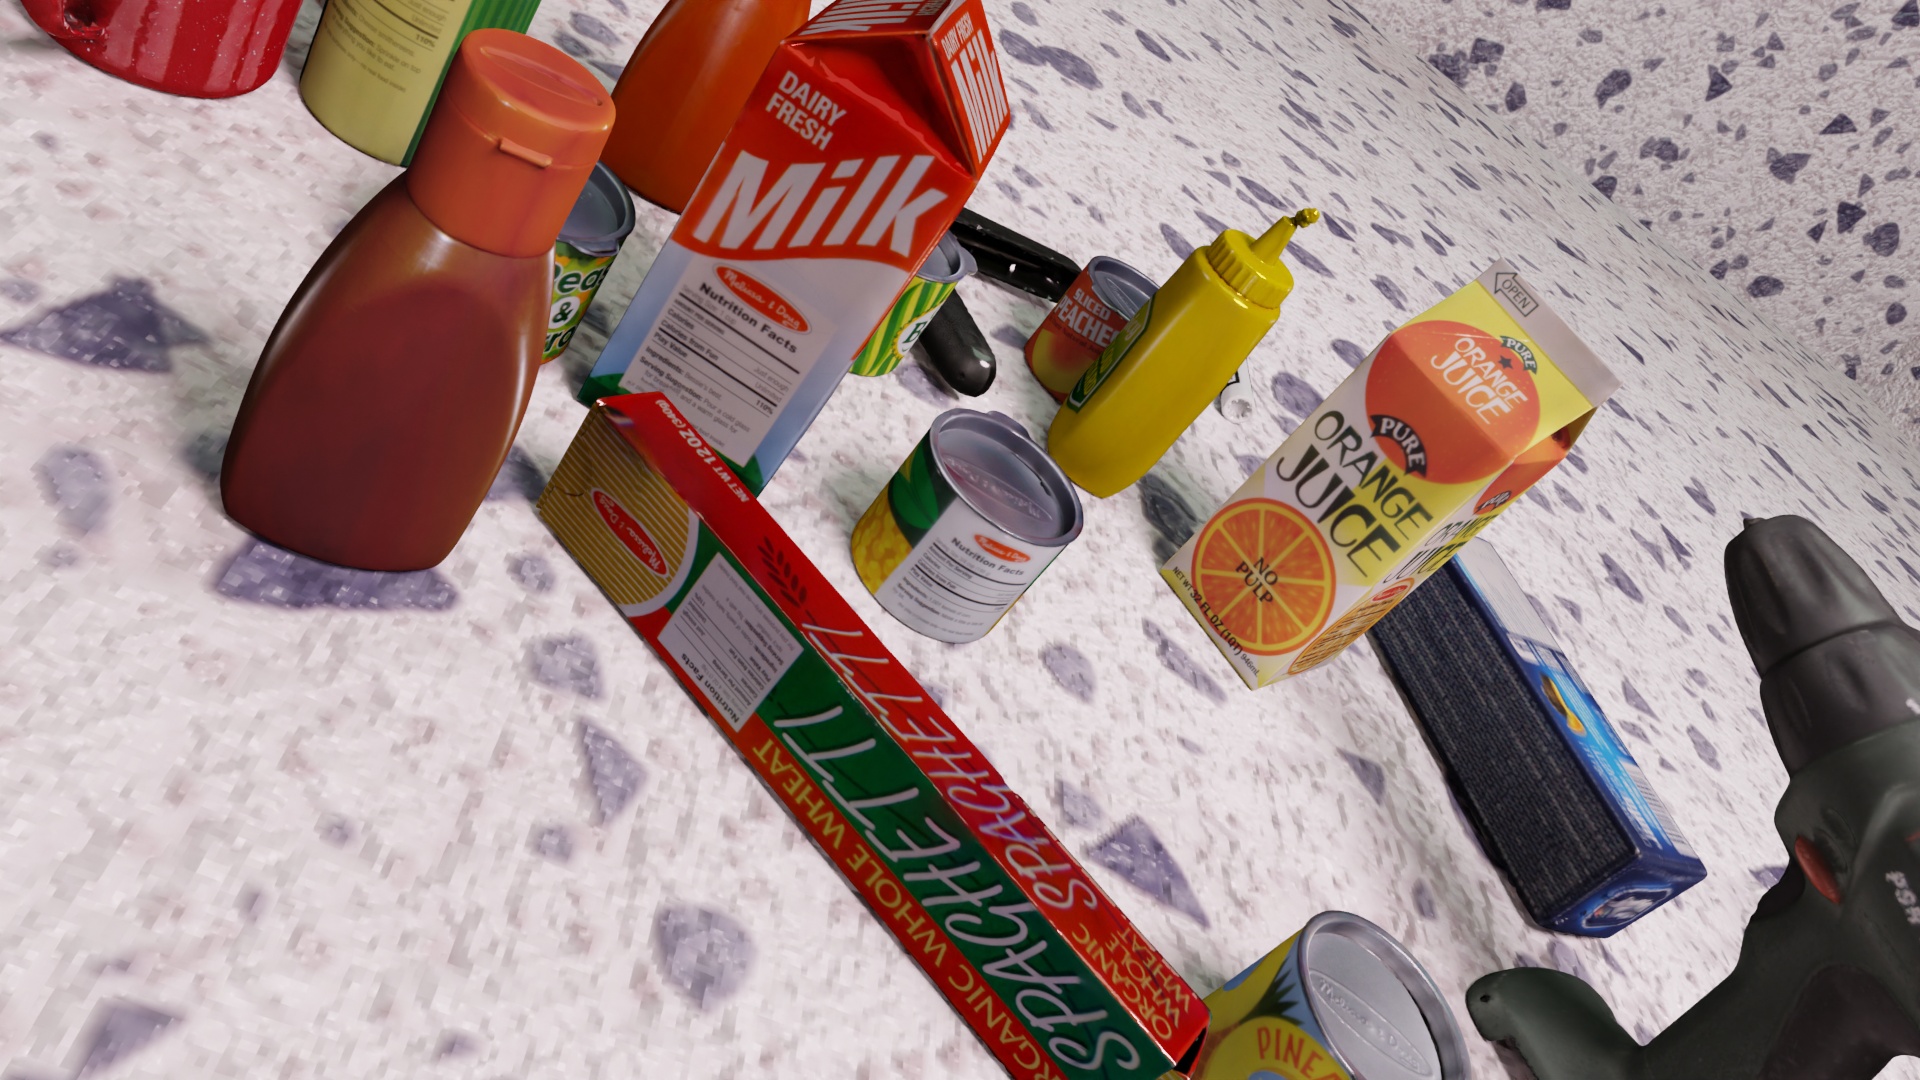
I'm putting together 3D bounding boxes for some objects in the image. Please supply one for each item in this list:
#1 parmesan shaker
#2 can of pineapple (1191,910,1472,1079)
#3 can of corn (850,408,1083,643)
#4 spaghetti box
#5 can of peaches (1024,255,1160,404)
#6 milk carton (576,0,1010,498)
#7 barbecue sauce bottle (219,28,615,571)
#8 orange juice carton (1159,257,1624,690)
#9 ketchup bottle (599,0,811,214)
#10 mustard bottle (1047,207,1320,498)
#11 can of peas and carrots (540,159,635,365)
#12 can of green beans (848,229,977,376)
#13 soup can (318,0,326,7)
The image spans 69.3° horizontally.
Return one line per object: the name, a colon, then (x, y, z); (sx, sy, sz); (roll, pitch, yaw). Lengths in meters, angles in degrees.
parmesan shaker: (-0.193, -0.197, 0.503); (0.071, 0.102, 0.072); (27, 34, -20)
can of pineapple: (0.108, 0.156, 0.420); (0.071, 0.057, 0.071); (27, 34, -20)
can of corn: (0.002, -0.006, 0.510); (0.071, 0.058, 0.071); (27, 34, -20)
spaghetti box: (-0.031, 0.061, 0.403); (0.250, 0.050, 0.029); (47, 33, 12)
can of peaches: (0.073, -0.100, 0.697); (0.071, 0.057, 0.071); (27, 34, -20)
milk carton: (-0.046, -0.109, 0.464); (0.073, 0.189, 0.073); (34, 32, -10)
barbecue sauce bottle: (-0.133, -0.055, 0.348); (0.065, 0.148, 0.044); (18, 38, -31)
orange juice carton: (0.182, -0.025, 0.591); (0.073, 0.191, 0.072); (-8, 55, -50)
ketchup bottle: (-0.094, -0.206, 0.572); (0.065, 0.148, 0.044); (26, 35, -21)
mustard bottle: (0.101, -0.089, 0.617); (0.049, 0.159, 0.066); (34, 32, -10)
can of peas and carrots: (-0.150, -0.099, 0.468); (0.071, 0.058, 0.071); (27, 34, -20)
can of green beans: (-0.040, -0.113, 0.599); (0.071, 0.057, 0.071); (27, 34, -20)
soup can: (-0.216, -0.249, 0.561); (0.071, 0.083, 0.072); (27, 34, -20)
